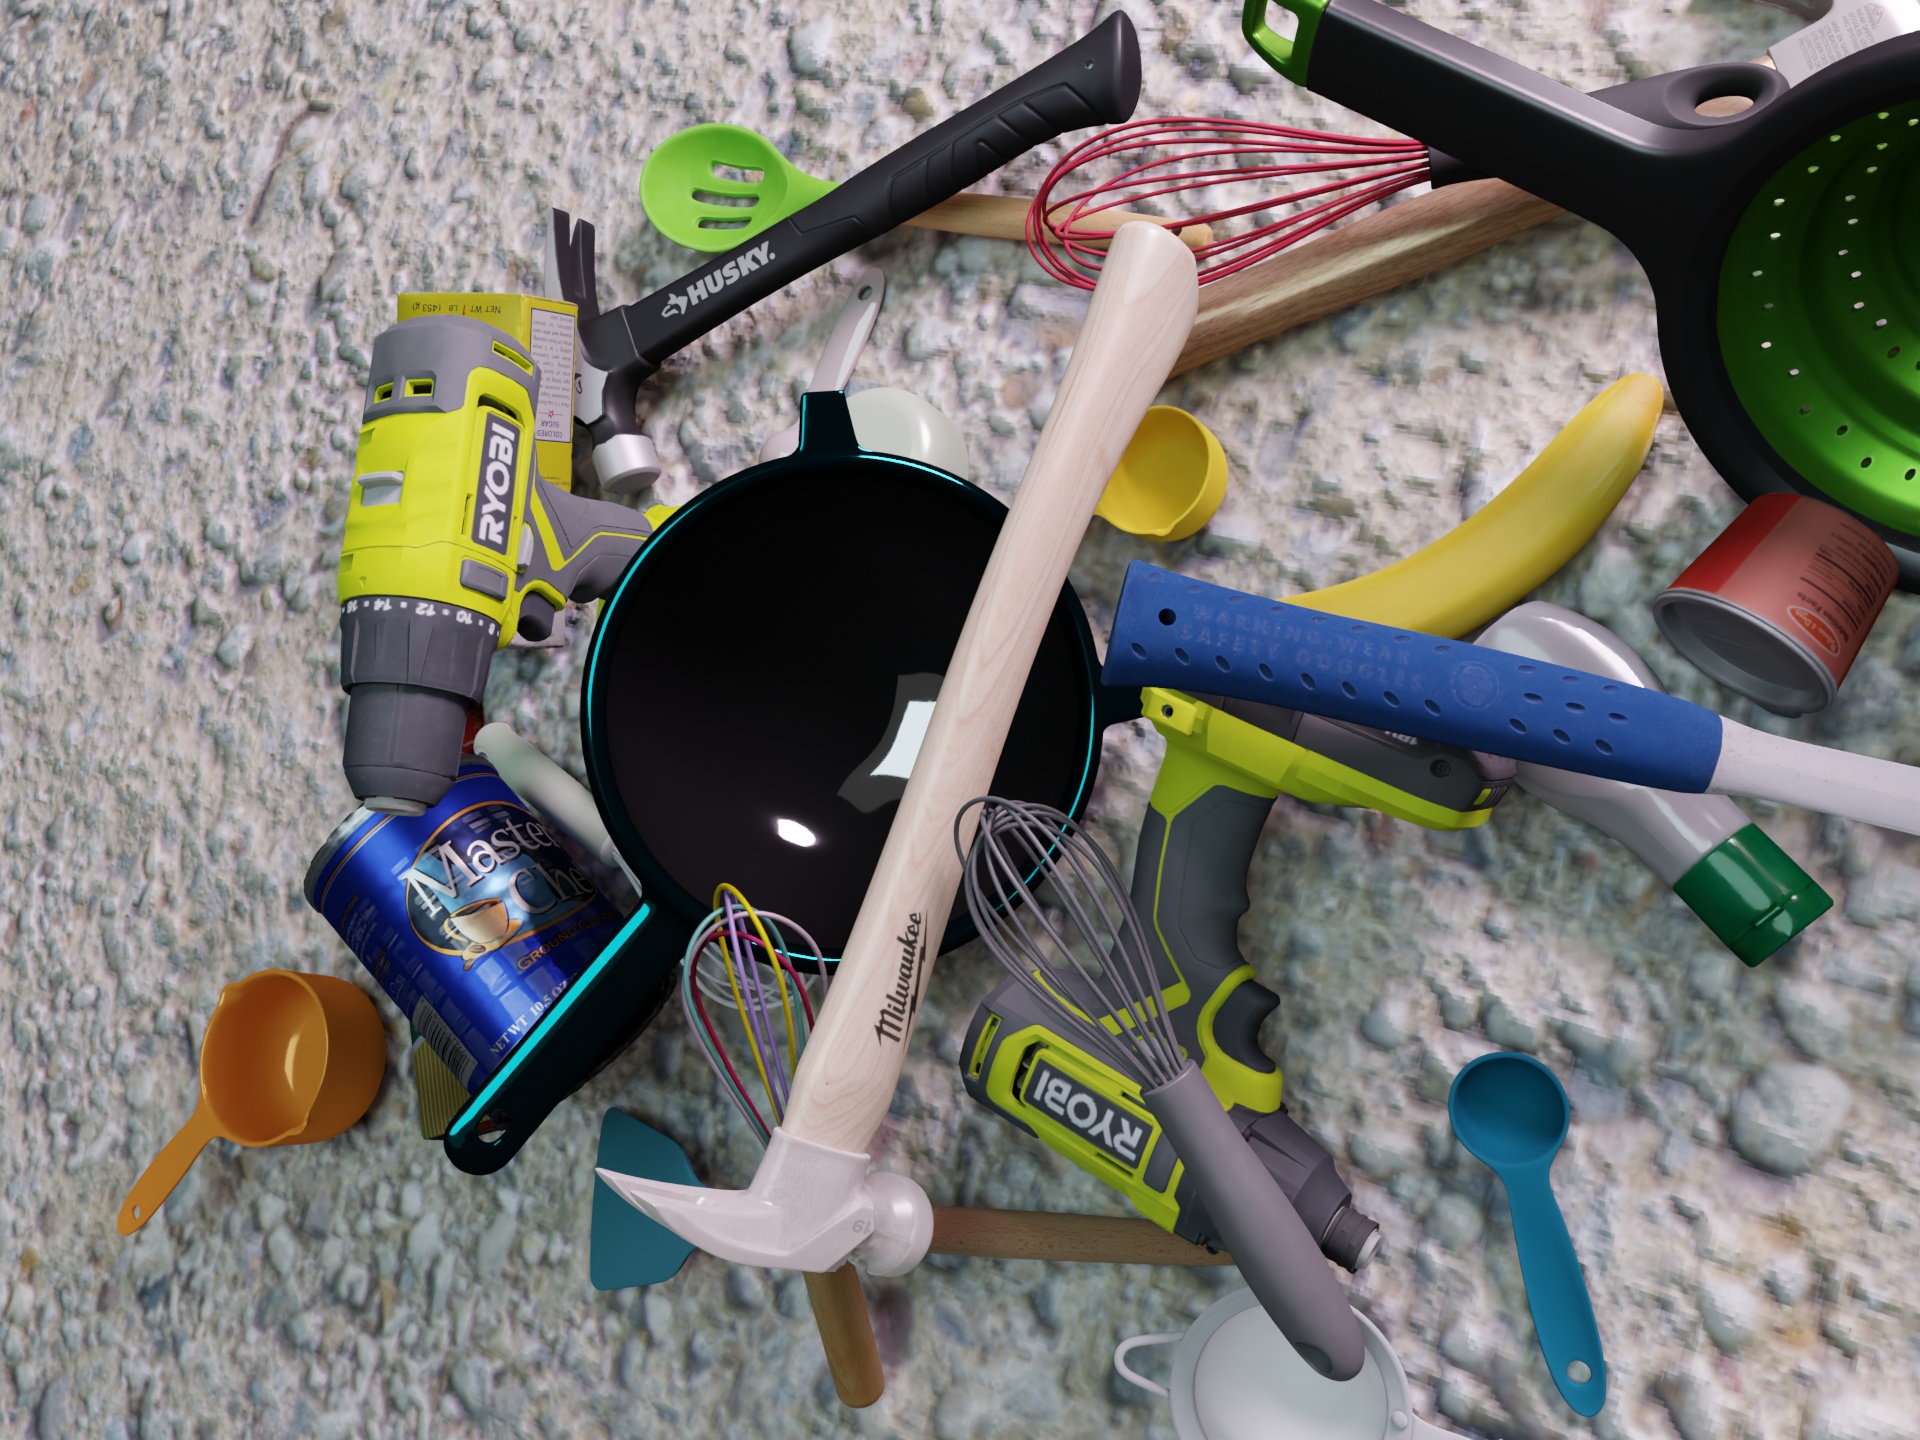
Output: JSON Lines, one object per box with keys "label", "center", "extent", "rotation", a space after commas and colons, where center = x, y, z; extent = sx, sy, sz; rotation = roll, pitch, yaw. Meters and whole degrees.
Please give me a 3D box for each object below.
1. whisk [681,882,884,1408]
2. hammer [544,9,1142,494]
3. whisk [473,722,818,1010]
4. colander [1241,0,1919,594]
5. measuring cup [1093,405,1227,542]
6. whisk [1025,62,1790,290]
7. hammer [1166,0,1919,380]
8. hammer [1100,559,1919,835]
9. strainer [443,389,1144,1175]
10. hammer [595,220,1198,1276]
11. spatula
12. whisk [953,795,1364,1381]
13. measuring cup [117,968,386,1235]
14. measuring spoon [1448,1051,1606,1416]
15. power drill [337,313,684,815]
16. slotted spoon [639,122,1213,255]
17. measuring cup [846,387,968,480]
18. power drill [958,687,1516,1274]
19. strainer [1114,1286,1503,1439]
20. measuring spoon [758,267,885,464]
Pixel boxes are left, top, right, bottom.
{"label": "whisk", "center": [-0.063, 0.174, 0.622], "extent": [0.047, 0.051, 0.244], "rotation": [1, 114, 29]}
{"label": "hammer", "center": [-0.065, -0.243, 0.768], "extent": [0.335, 0.035, 0.146], "rotation": [-23, 82, 23]}
{"label": "whisk", "center": [-0.158, 0.064, 0.764], "extent": [0.246, 0.057, 0.059], "rotation": [32, 58, 31]}
{"label": "colander", "center": [0.283, -0.186, 0.544], "extent": [0.397, 0.204, 0.094], "rotation": [34, 63, 19]}
{"label": "measuring cup", "center": [0.049, -0.090, 0.715], "extent": [0.156, 0.029, 0.062], "rotation": [-21, 69, 32]}
{"label": "whisk", "center": [0.167, -0.221, 0.634], "extent": [0.296, 0.073, 0.073], "rotation": [-4, 76, 18]}
{"label": "hammer", "center": [0.215, -0.213, 0.657], "extent": [0.331, 0.031, 0.130], "rotation": [-18, 71, 21]}
{"label": "hammer", "center": [0.248, 0.008, 0.503], "extent": [0.405, 0.035, 0.144], "rotation": [13, 80, 3]}
{"label": "strainer", "center": [-0.093, 0.044, 0.673], "extent": [0.211, 0.095, 0.340], "rotation": [41, 86, -10]}
{"label": "hammer", "center": [-0.001, -0.002, 0.587], "extent": [0.038, 0.146, 0.411], "rotation": [13, 78, 40]}
{"label": "spatula", "center": [-0.032, 0.213, 0.679], "extent": [0.317, 0.044, 0.082], "rotation": [-3, 76, 20]}
{"label": "whisk", "center": [0.070, 0.127, 0.554], "extent": [0.055, 0.055, 0.239], "rotation": [-33, 89, 15]}
{"label": "measuring cup", "center": [-0.366, 0.204, 0.823], "extent": [0.173, 0.052, 0.095], "rotation": [-48, 63, 10]}
{"label": "measuring spoon", "center": [0.211, 0.183, 0.576], "extent": [0.042, 0.021, 0.129], "rotation": [-16, 81, 21]}
{"label": "power drill", "center": [-0.173, -0.042, 0.688], "extent": [0.080, 0.228, 0.191], "rotation": [-2, 77, 25]}
{"label": "slotted spoon", "center": [-0.025, -0.251, 0.783], "extent": [0.314, 0.031, 0.070], "rotation": [15, 87, 26]}
{"label": "measuring cup", "center": [-0.056, -0.079, 0.748], "extent": [0.083, 0.038, 0.167], "rotation": [22, 86, 28]}
{"label": "power drill", "center": [0.109, 0.082, 0.598], "extent": [0.171, 0.080, 0.223], "rotation": [26, 103, 29]}
{"label": "strainer", "center": [0.182, 0.260, 0.556], "extent": [0.258, 0.050, 0.087], "rotation": [13, 94, 22]}
{"label": "measuring spoon", "center": [-0.069, -0.171, 0.789], "extent": [0.034, 0.018, 0.124], "rotation": [23, 87, 28]}
